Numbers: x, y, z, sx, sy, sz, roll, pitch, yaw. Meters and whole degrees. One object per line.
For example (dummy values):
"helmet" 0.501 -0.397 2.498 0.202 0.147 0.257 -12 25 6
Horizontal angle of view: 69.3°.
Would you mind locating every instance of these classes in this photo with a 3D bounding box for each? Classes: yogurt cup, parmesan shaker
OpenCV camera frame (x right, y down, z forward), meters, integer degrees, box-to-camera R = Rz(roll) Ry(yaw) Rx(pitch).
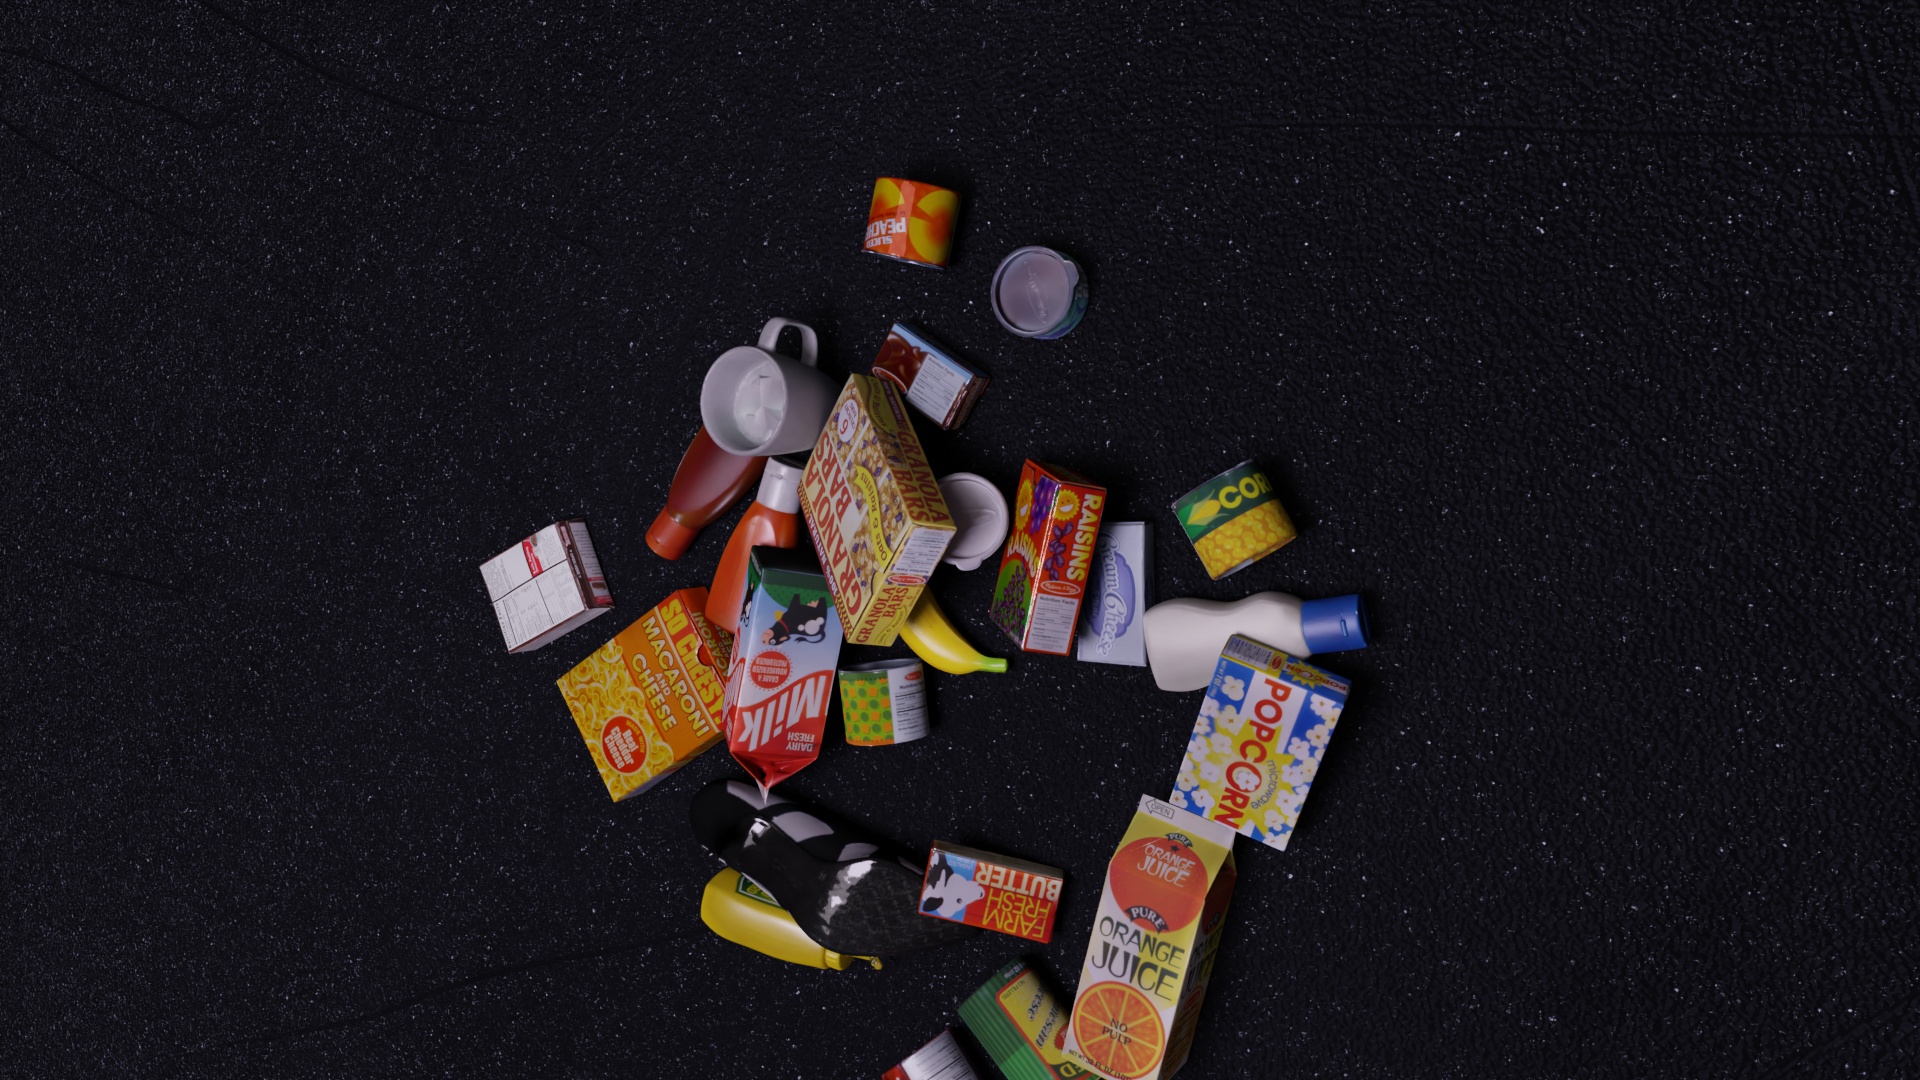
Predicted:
"yogurt cup" 0.004 -0.013 1.033 0.072 0.054 0.072 -1 83 6
"parmesan shaker" 0.052 0.369 1.027 0.103 0.071 0.071 49 113 17

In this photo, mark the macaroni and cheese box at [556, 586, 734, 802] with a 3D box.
"macaroni and cheese box" -0.261 0.134 1.202 0.166 0.040 0.124 -35 77 26

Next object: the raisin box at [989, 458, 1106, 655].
"raisin box" 0.061 0.011 0.995 0.040 0.086 0.123 10 100 -16

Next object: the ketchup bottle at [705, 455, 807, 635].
"ketchup bottle" -0.161 0.005 1.138 0.065 0.043 0.148 23 103 18

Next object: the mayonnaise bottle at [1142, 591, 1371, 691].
"mayonnaise bottle" 0.202 0.064 0.947 0.148 0.041 0.064 -10 95 27

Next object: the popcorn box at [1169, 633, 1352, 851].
"popcorn box" 0.199 0.135 0.929 0.085 0.038 0.126 21 119 15

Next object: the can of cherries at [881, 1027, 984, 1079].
"can of cherries" -0.020 0.421 1.073 0.071 0.071 0.058 -42 74 24

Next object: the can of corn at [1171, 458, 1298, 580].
"can of corn" 0.186 -0.014 0.935 0.071 0.071 0.058 -33 79 26

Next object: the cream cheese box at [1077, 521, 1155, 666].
"cream cheese box" 0.112 0.038 1.003 0.053 0.024 0.103 0 93 28

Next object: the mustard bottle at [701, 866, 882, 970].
"mustard bottle" -0.132 0.313 1.131 0.160 0.065 0.048 15 106 21

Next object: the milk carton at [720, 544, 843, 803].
"milk carton" -0.143 0.107 1.102 0.072 0.073 0.190 -136 56 -68

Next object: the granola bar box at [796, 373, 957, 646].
"granola bar box" -0.068 -0.024 1.031 0.123 0.039 0.166 -60 38 35

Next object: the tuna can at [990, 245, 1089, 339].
"tuna can" 0.061 -0.182 1.014 0.071 0.033 0.071 2 94 28

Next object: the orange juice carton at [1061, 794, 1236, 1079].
"orange juice carton" 0.137 0.279 0.975 0.072 0.073 0.192 17 101 27

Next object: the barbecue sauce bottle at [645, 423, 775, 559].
"barbecue sauce bottle" -0.212 -0.048 1.164 0.065 0.044 0.148 49 114 21

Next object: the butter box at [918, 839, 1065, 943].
"butter box" 0.023 0.263 1.041 0.103 0.024 0.053 13 99 2

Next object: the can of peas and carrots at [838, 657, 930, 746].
"can of peas and carrots" -0.061 0.125 1.079 0.071 0.071 0.058 -6 91 29

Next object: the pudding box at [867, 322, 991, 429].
"pudding box" -0.024 -0.126 1.065 0.084 0.030 0.049 36 110 22

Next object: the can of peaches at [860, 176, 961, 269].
"can of peaches" -0.038 -0.239 1.043 0.071 0.071 0.058 17 100 27
